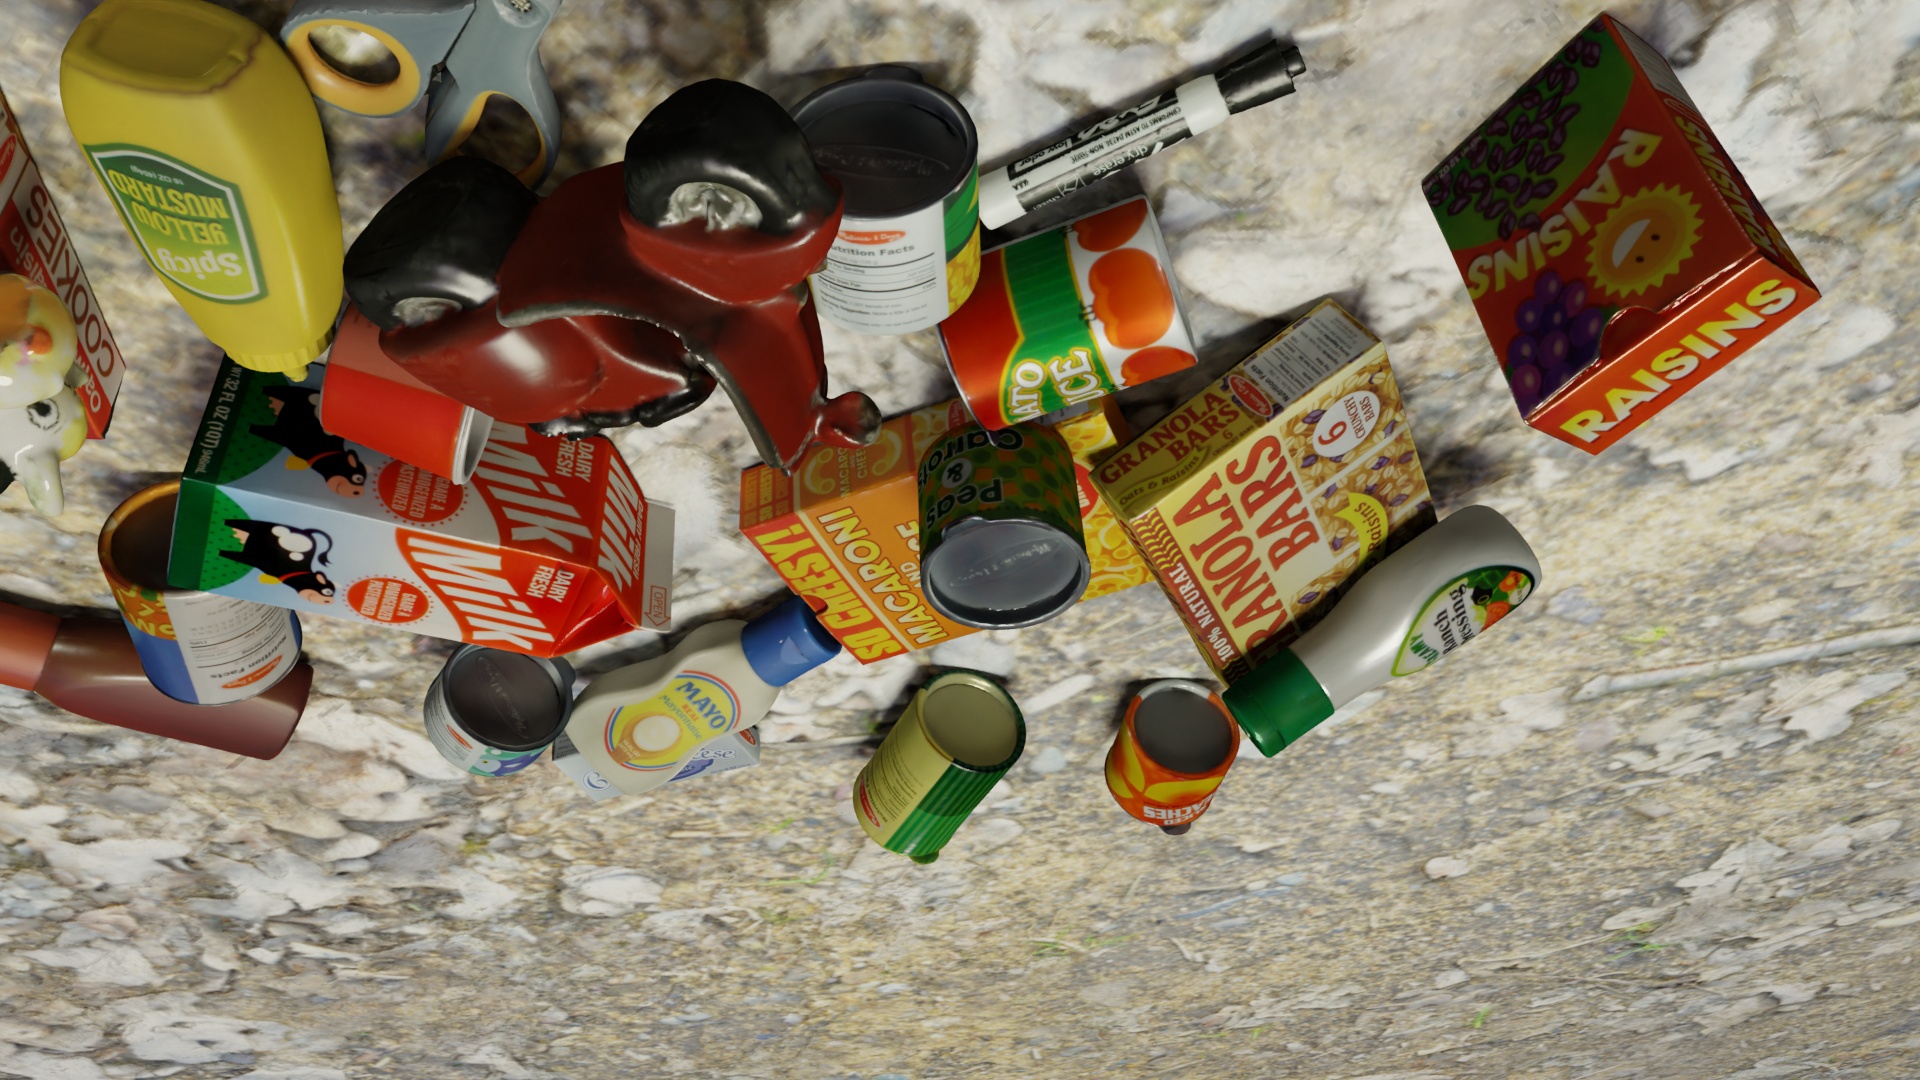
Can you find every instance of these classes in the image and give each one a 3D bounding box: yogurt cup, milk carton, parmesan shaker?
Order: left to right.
[{"bbox_3d":[-0.202,-0.060,0.518,0.054,0.073,0.072,16,138,-14],"label":"yogurt cup"},{"bbox_3d":[-0.211,-0.008,0.575,0.191,0.073,0.073,14,138,-24],"label":"milk carton"},{"bbox_3d":[-0.011,0.128,0.781,0.071,0.071,0.102,11,139,-21],"label":"parmesan shaker"}]

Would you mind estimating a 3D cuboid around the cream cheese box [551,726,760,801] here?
[{"bbox_3d":[-0.171,0.116,0.782,0.104,0.024,0.053,-14,140,11],"label":"cream cheese box"}]

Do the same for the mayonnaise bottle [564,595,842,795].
[{"bbox_3d":[-0.129,0.075,0.711,0.148,0.041,0.064,-30,111,19],"label":"mayonnaise bottle"}]

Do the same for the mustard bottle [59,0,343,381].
[{"bbox_3d":[-0.240,-0.102,0.464,0.065,0.049,0.159,15,146,1],"label":"mustard bottle"}]

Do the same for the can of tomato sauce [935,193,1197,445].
[{"bbox_3d":[0.039,-0.082,0.515,0.083,0.071,0.071,-17,141,14],"label":"can of tomato sauce"}]

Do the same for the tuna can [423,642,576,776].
[{"bbox_3d":[-0.230,0.082,0.698,0.071,0.071,0.032,20,136,-30],"label":"tuna can"}]

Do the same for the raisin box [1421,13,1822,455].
[{"bbox_3d":[0.214,-0.103,0.466,0.040,0.124,0.085,19,137,-29],"label":"raisin box"}]

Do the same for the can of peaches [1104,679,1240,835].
[{"bbox_3d":[0.121,0.123,0.793,0.071,0.071,0.057,1,141,-9],"label":"can of peaches"}]

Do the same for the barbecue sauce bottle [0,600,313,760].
[{"bbox_3d":[-0.399,0.065,0.670,0.148,0.044,0.064,22,135,-31],"label":"barbecue sauce bottle"}]

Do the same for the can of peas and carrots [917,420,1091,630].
[{"bbox_3d":[0.015,-0.008,0.552,0.071,0.059,0.070,-2,138,-2],"label":"can of peas and carrots"}]

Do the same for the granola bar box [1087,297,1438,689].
[{"bbox_3d":[0.141,-0.011,0.613,0.124,0.039,0.165,-36,138,2],"label":"granola bar box"}]

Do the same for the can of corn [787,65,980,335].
[{"bbox_3d":[-0.026,-0.114,0.468,0.071,0.071,0.058,-5,148,-1],"label":"can of corn"}]

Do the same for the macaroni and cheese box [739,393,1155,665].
[{"bbox_3d":[0.002,-0.008,0.630,0.166,0.040,0.123,-18,140,14],"label":"macaroni and cheese box"}]

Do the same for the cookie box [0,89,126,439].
[{"bbox_3d":[-0.371,-0.102,0.457,0.123,0.040,0.166,2,142,-10],"label":"cookie box"}]

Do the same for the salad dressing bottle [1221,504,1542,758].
[{"bbox_3d":[0.189,0.043,0.629,0.147,0.044,0.064,-35,138,1],"label":"salad dressing bottle"}]

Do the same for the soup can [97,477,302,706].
[{"bbox_3d":[-0.331,0.021,0.605,0.071,0.072,0.083,4,141,-13],"label":"soup can"}]
